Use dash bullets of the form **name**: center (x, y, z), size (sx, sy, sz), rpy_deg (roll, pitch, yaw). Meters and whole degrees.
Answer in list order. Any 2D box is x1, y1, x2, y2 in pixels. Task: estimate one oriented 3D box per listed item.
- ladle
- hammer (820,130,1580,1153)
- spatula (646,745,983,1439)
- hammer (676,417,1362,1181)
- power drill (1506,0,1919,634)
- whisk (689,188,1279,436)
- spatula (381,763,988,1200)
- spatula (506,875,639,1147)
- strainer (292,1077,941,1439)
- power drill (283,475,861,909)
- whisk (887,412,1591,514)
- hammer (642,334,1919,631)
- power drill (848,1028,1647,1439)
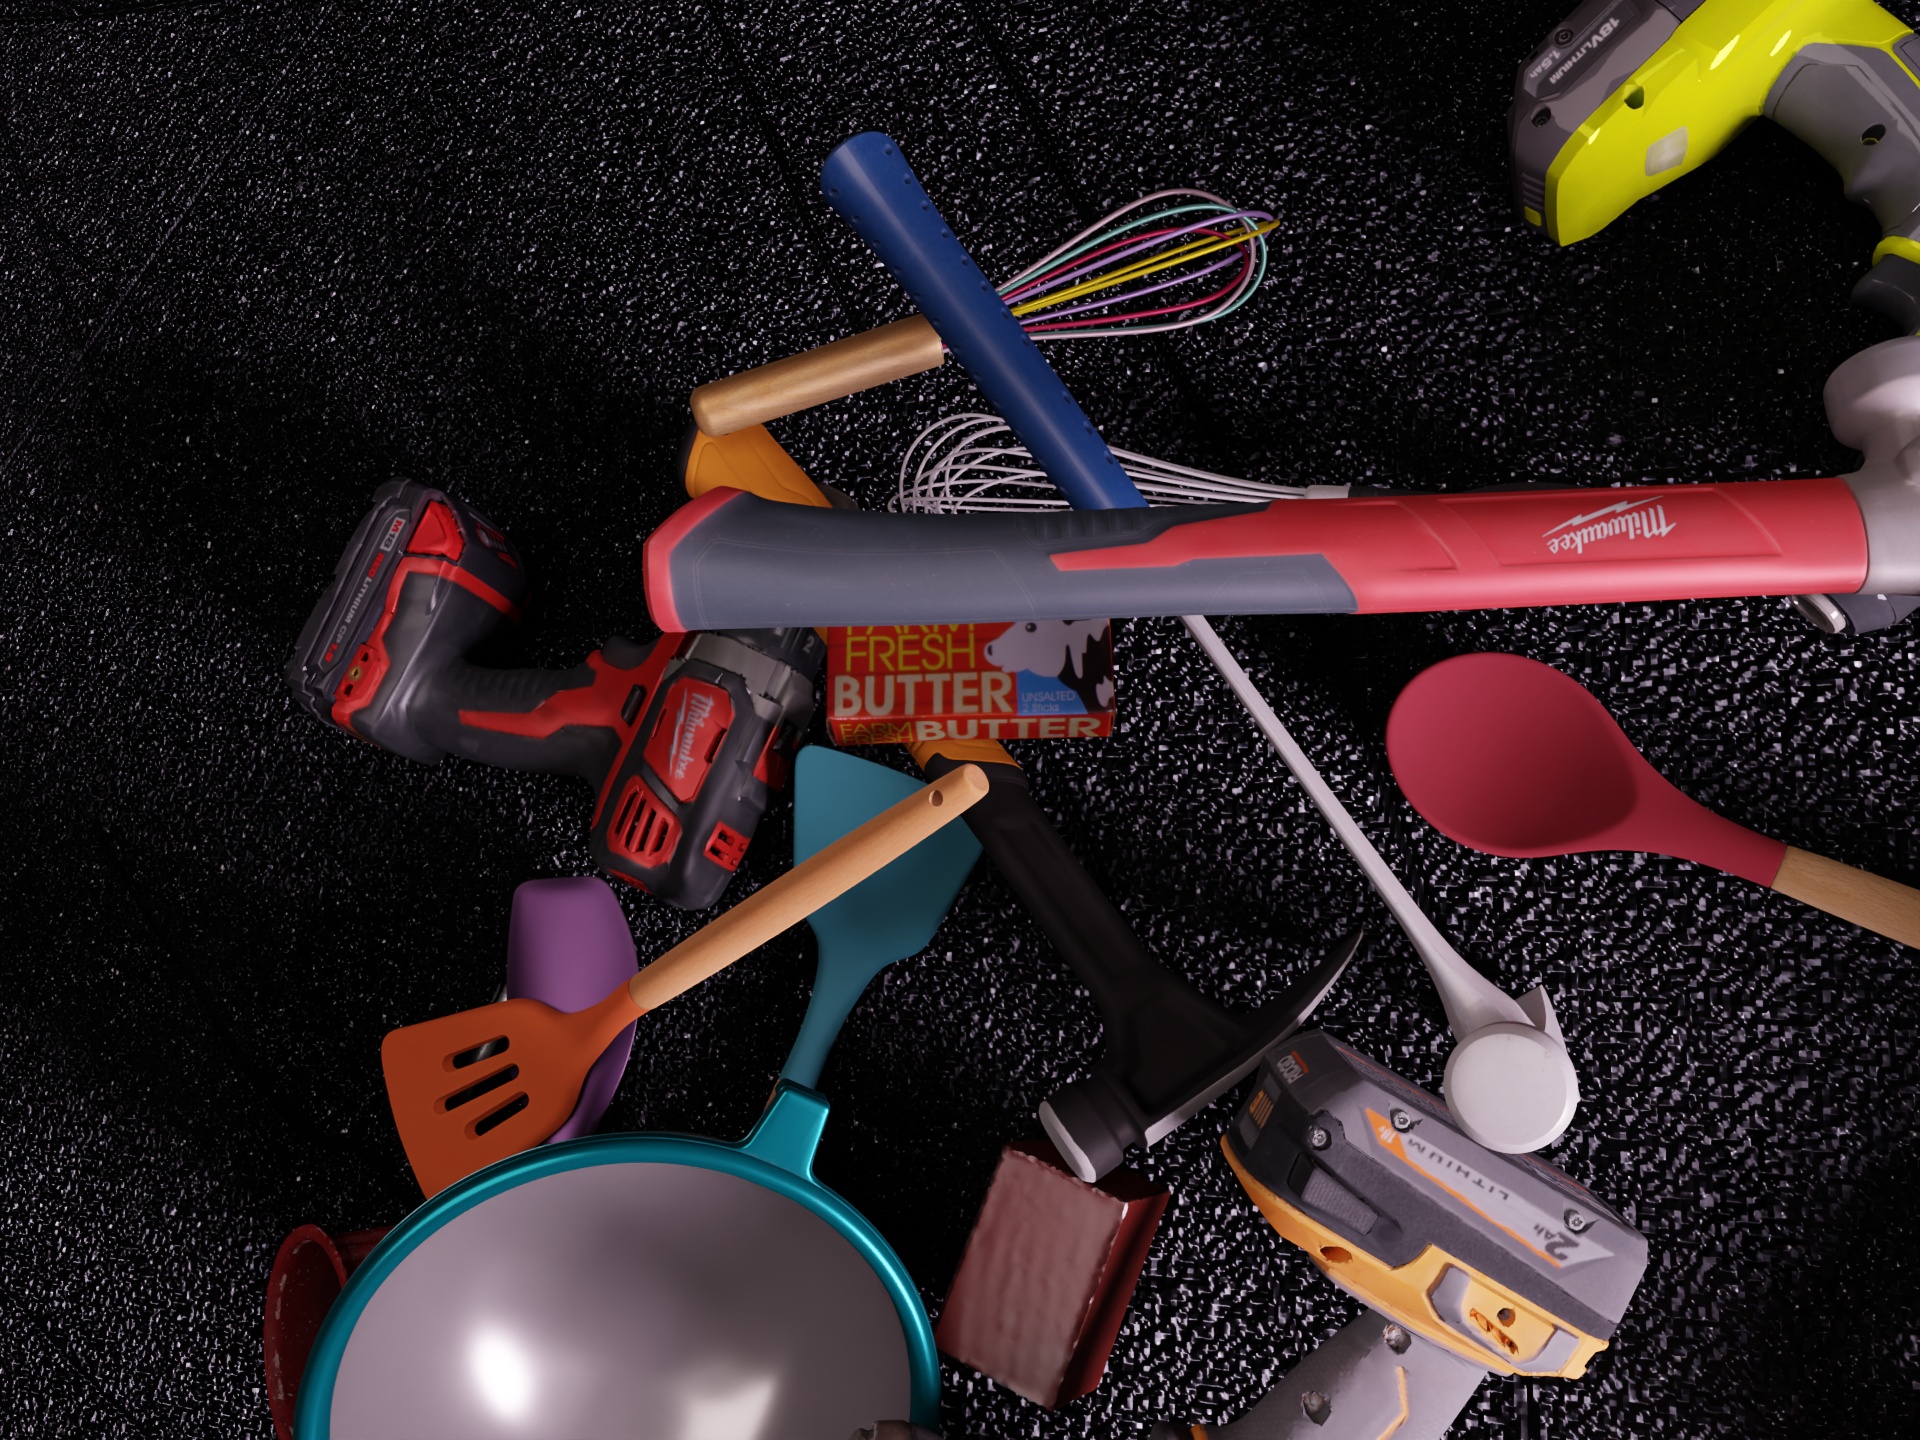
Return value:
- **ladle**: center (0.288, 0.055, 0.505), size (0.315, 0.031, 0.069), rpy_deg (24, 90, 25)
- **hammer**: center (0.071, -0.043, 0.538), size (0.035, 0.144, 0.406), rpy_deg (-38, 72, 13)
- **spatula**: center (-0.079, 0.169, 0.629), size (0.082, 0.044, 0.317), rpy_deg (21, 88, 9)
- **hammer**: center (-0.001, -0.002, 0.602), size (0.127, 0.034, 0.337), rpy_deg (-33, 69, -12)
- **power drill**: center (0.294, -0.158, 0.527), size (0.190, 0.080, 0.229), rpy_deg (-43, 67, 9)
- **whisk**: center (0.011, -0.159, 0.635), size (0.245, 0.051, 0.047), rpy_deg (-18, 46, -1)
- **spatula**: center (-0.114, 0.097, 0.611), size (0.322, 0.041, 0.081), rpy_deg (-34, 71, 31)
- **spatula**: center (-0.163, 0.223, 0.661), size (0.060, 0.018, 0.316), rpy_deg (-3, 79, 7)
- **strainer**: center (-0.178, 0.248, 0.562), size (0.340, 0.095, 0.211), rpy_deg (-17, 103, -5)
- **power drill**: center (-0.161, -0.038, 0.698), size (0.227, 0.080, 0.188), rpy_deg (20, 79, 22)
- **whisk**: center (0.106, -0.078, 0.602), size (0.285, 0.070, 0.070), rpy_deg (5, 80, 20)
- **hammer**: center (0.102, -0.033, 0.453), size (0.386, 0.038, 0.143), rpy_deg (-2, 65, 4)
- **power drill**: center (0.082, 0.212, 0.501), size (0.185, 0.084, 0.226), rpy_deg (30, 92, 1)
